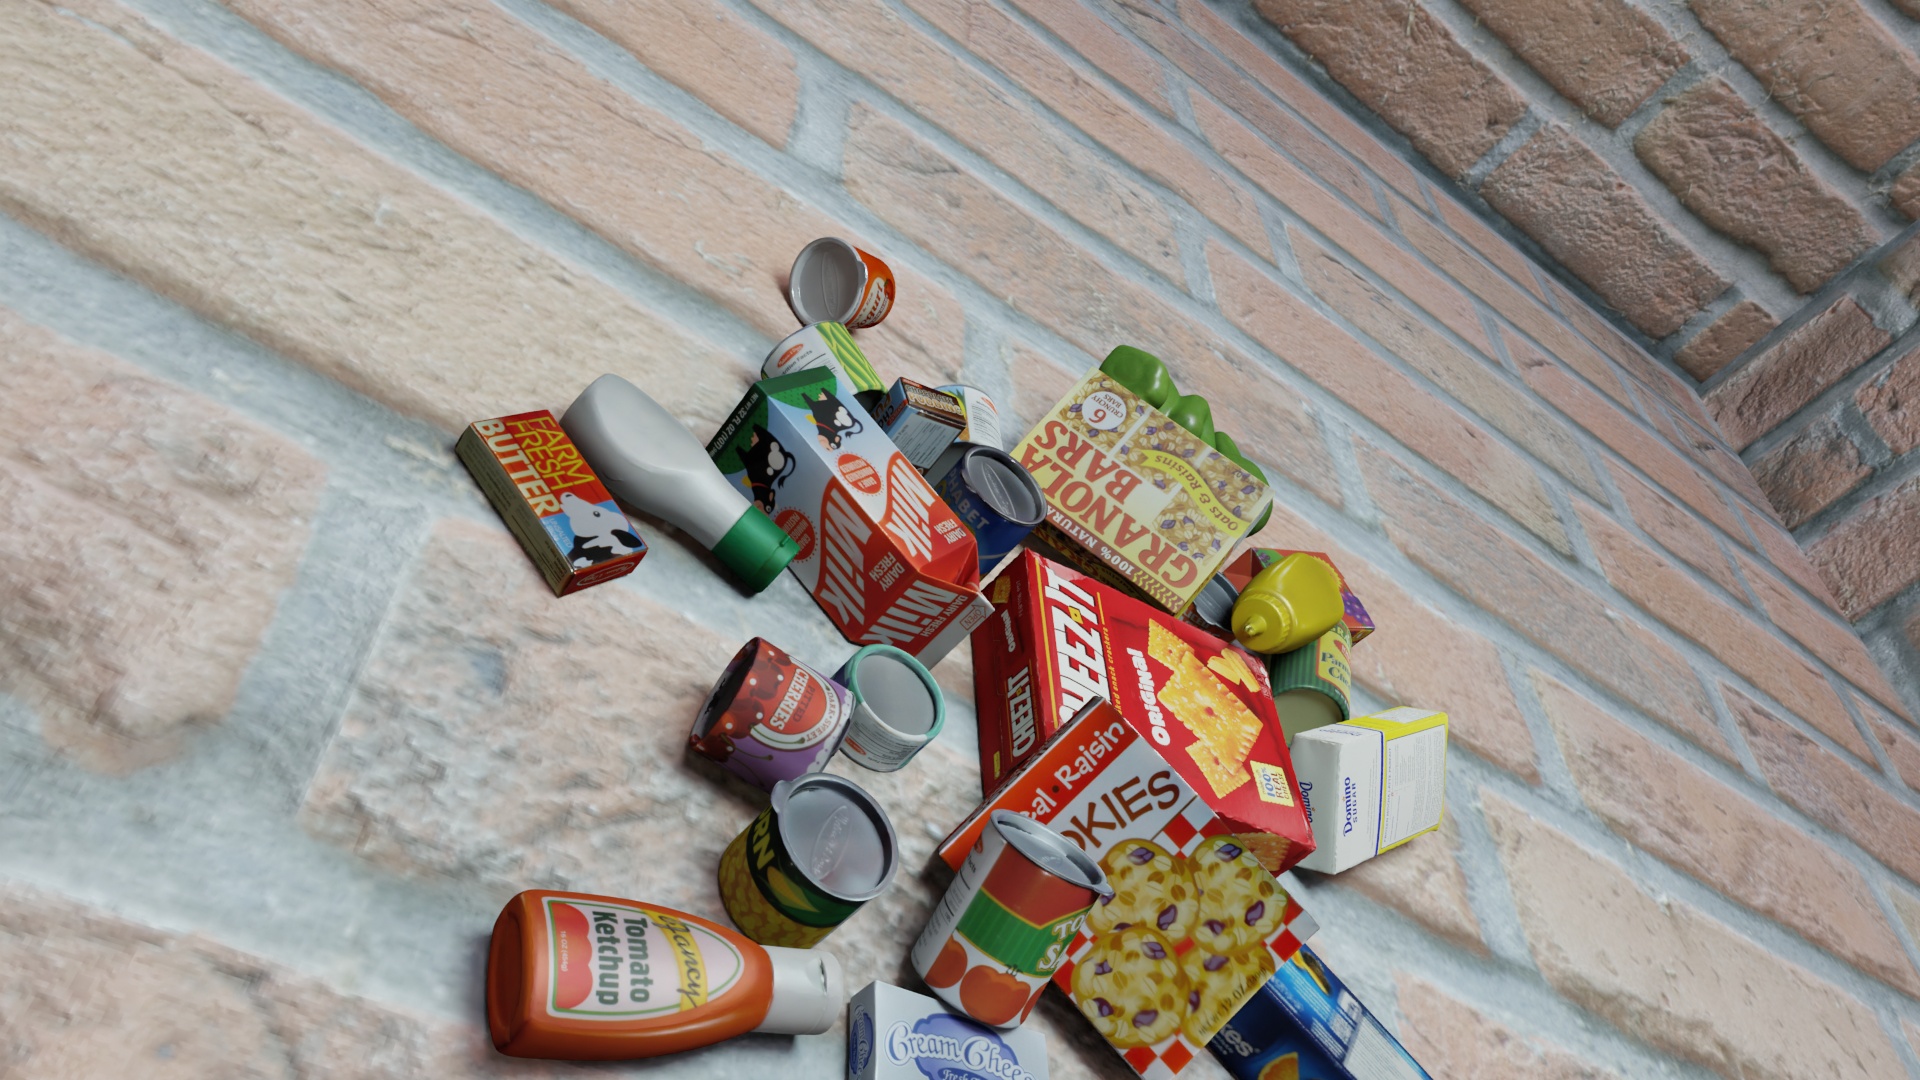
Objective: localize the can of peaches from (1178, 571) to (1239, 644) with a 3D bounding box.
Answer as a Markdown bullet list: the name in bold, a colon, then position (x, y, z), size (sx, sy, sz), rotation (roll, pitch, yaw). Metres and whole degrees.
- **can of peaches**: position (0.170, 0.059, 1.028), size (0.071, 0.057, 0.071), rotation (29, 36, -23)

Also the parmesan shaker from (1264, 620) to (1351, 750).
- **parmesan shaker**: position (0.268, 0.109, 1.072), size (0.071, 0.071, 0.103), rotation (38, 33, -9)

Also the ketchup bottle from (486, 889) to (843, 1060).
- **ketchup bottle**: position (-0.120, 0.186, 0.585), size (0.149, 0.043, 0.065), rotation (18, 41, -35)

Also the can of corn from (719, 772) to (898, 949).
- **can of corn**: position (-0.075, 0.152, 0.659), size (0.071, 0.058, 0.071), rotation (28, 36, -23)

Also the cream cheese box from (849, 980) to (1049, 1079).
- **cream cheese box**: position (-0.005, 0.249, 0.657), size (0.104, 0.024, 0.053), rotation (26, 35, -26)

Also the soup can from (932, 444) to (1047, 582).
- **soup can**: position (0.003, -0.011, 0.903), size (0.071, 0.083, 0.072), rotation (28, 36, -23)

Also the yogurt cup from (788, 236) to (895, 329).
- **yogurt cup**: position (-0.085, -0.186, 1.025), size (0.072, 0.072, 0.054), rotation (56, 26, 18)

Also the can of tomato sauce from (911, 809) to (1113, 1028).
- **can of tomato sauce**: position (0.025, 0.187, 0.685), size (0.071, 0.083, 0.071), rotation (29, 6, -3)

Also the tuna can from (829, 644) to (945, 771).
- **tuna can**: position (-0.043, 0.092, 0.784), size (0.071, 0.032, 0.071), rotation (28, 36, -23)

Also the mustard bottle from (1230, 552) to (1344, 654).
- **mustard bottle**: position (0.229, 0.050, 1.002), size (0.065, 0.048, 0.161), rotation (57, 30, 11)

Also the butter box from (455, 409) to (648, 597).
- **butter box**: position (-0.216, -0.022, 0.733), size (0.103, 0.024, 0.053), rotation (52, 34, 12)

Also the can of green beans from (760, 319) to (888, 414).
- **can of green beans**: position (-0.090, -0.103, 0.922), size (0.071, 0.071, 0.058), rotation (-12, 62, -52)

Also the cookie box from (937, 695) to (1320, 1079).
- **cookie box**: position (0.087, 0.186, 0.746), size (0.167, 0.123, 0.040), rotation (47, -9, 5)

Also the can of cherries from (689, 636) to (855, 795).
- **can of cherries**: position (-0.094, 0.089, 0.697), size (0.058, 0.071, 0.072), rotation (34, 34, -15)

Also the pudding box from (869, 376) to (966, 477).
- **pudding box**: position (-0.041, -0.064, 0.915), size (0.050, 0.083, 0.030), rotation (16, 39, -36)

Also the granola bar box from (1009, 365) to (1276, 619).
- **granola bar box**: position (0.122, -0.032, 1.002), size (0.166, 0.039, 0.124), rotation (37, 70, 16)

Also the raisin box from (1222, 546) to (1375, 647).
- **raisin box**: position (0.290, 0.051, 1.184), size (0.123, 0.040, 0.086), rotation (4, 49, -46)

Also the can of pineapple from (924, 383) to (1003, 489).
- **can of pineapple**: position (-0.005, -0.066, 0.974), size (0.071, 0.070, 0.058), rotation (24, 38, -28)

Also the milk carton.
- **milk carton**: position (-0.062, -0.010, 0.842), size (0.191, 0.072, 0.074), rotation (50, 33, 9)

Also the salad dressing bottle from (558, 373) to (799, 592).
- **salad dressing bottle**: position (-0.158, -0.031, 0.789), size (0.147, 0.043, 0.064), rotation (41, 31, -6)
